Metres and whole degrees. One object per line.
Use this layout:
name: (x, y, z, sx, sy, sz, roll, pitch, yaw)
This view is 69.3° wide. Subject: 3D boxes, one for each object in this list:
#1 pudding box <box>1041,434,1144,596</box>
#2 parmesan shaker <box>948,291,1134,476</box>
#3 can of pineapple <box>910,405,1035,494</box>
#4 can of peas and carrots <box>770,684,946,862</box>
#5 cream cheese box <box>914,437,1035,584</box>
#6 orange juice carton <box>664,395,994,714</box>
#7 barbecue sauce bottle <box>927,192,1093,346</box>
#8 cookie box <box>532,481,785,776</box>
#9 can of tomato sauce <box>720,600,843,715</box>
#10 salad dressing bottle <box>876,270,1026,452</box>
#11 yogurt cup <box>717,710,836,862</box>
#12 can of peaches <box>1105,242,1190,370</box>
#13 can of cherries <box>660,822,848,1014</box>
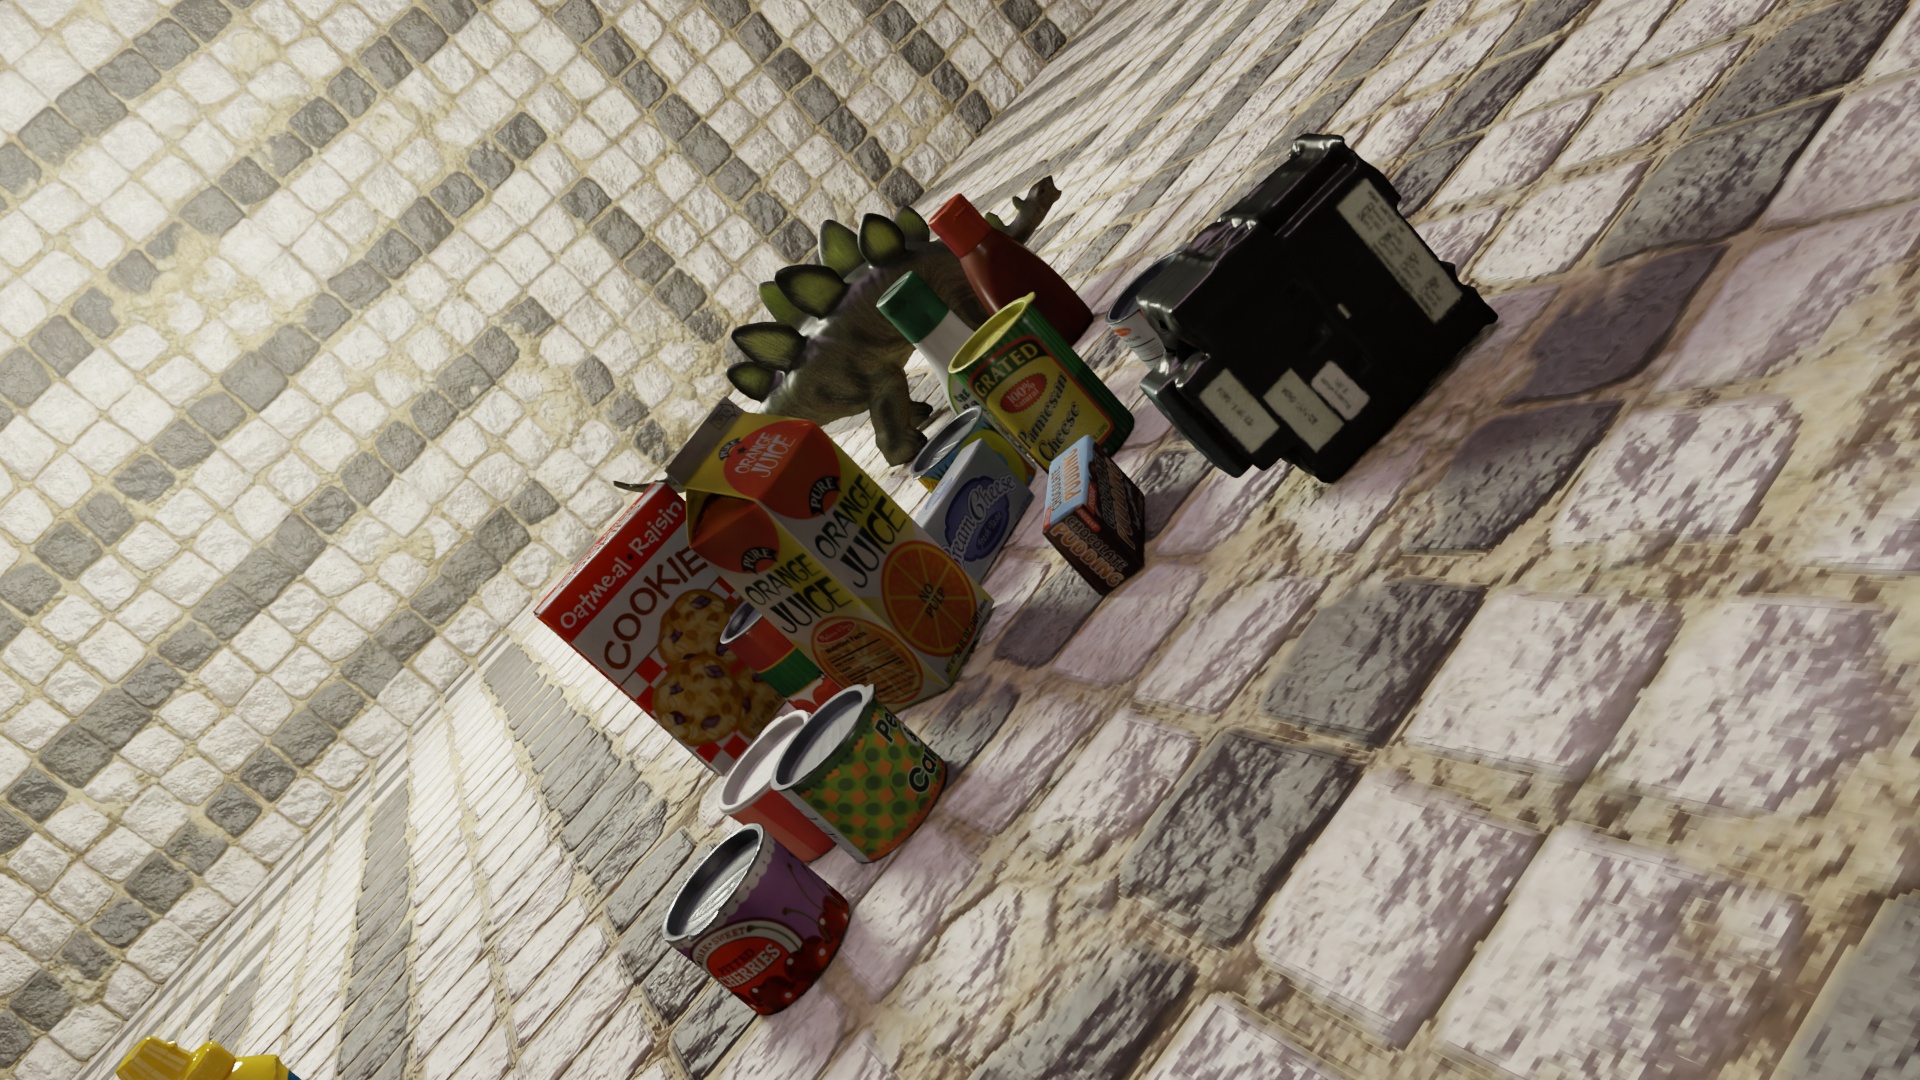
pudding box: (0.070, -0.015, 0.724, 0.030, 0.049, 0.084, -38, 17, 23)
parmesan shaker: (0.053, -0.093, 0.862, 0.071, 0.103, 0.071, -41, 16, 15)
can of pineapple: (0.008, -0.047, 0.942, 0.071, 0.058, 0.071, -40, 16, 15)
can of peas and carrots: (-0.048, 0.112, 0.681, 0.071, 0.058, 0.071, -40, 16, 15)
cream cheese box: (0.003, -0.011, 0.871, 0.024, 0.053, 0.104, -26, 25, 49)
orange juice carton: (-0.078, 0.006, 0.777, 0.072, 0.192, 0.072, -30, 22, 43)
barbecue sauce bottle: (0.037, -0.211, 1.111, 0.065, 0.148, 0.043, -49, 16, -15)
cookie box: (-0.189, 0.060, 0.958, 0.123, 0.167, 0.040, -50, 17, -17)
can of tomato sauce: (-0.099, 0.067, 0.873, 0.071, 0.083, 0.071, -41, 16, 15)
salad dressing bottle: (0.004, -0.125, 0.981, 0.064, 0.147, 0.044, -34, 19, 34)
yogurt cup: (-0.086, 0.132, 0.733, 0.072, 0.054, 0.073, -40, 17, 15)
can of peaches: (0.135, -0.139, 0.857, 0.071, 0.058, 0.071, -40, 16, 15)
can of cherries: (-0.094, 0.176, 0.638, 0.071, 0.058, 0.072, -40, 16, 15)
